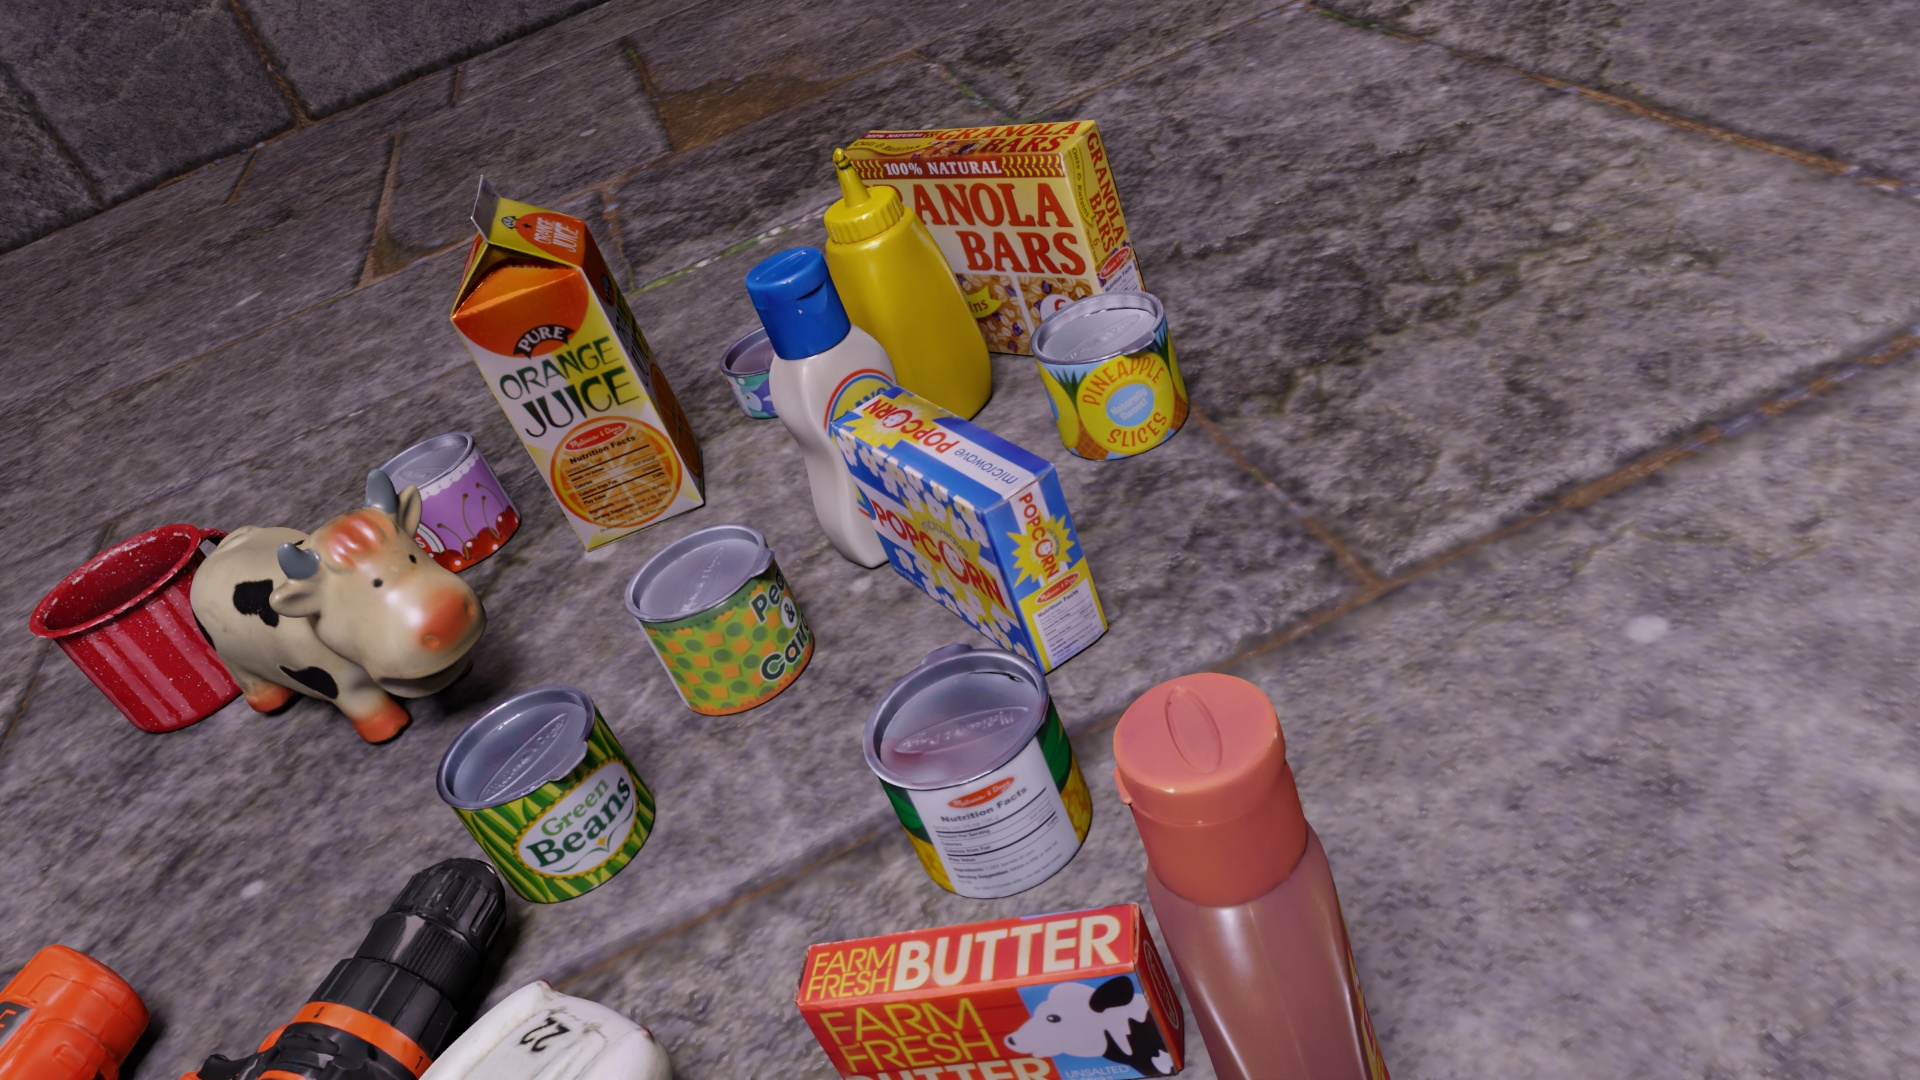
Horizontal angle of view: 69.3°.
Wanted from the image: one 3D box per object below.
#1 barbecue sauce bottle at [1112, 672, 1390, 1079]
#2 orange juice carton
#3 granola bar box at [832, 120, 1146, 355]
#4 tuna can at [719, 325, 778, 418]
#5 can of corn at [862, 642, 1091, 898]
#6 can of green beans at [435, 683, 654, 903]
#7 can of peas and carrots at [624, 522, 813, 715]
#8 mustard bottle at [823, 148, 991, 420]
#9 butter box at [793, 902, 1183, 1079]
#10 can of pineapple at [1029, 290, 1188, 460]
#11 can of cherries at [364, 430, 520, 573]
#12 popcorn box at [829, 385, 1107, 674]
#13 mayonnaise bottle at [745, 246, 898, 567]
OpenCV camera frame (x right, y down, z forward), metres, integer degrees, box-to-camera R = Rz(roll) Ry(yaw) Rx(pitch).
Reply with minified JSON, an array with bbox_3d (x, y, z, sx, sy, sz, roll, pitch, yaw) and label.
[{"bbox_3d":[0.073,0.098,0.338,0.043,0.148,0.065,-20,33,4],"label":"barbecue sauce bottle"},{"bbox_3d":[-0.209,-0.097,0.739,0.073,0.191,0.072,-22,33,1],"label":"orange juice carton"},{"bbox_3d":[0.018,-0.165,0.768,0.165,0.123,0.039,12,46,41],"label":"granola bar box"},{"bbox_3d":[-0.106,-0.105,0.838,0.071,0.032,0.071,-15,34,10],"label":"tuna can"},{"bbox_3d":[0.007,0.079,0.485,0.071,0.058,0.071,-15,33,10],"label":"can of corn"},{"bbox_3d":[-0.164,0.101,0.553,0.071,0.057,0.071,-15,33,10],"label":"can of green beans"},{"bbox_3d":[-0.103,0.034,0.613,0.071,0.058,0.071,-15,33,10],"label":"can of peas and carrots"},{"bbox_3d":[-0.034,-0.130,0.714,0.065,0.159,0.049,-40,37,-26],"label":"mustard bottle"},{"bbox_3d":[0.009,0.137,0.406,0.103,0.053,0.024,-12,34,15],"label":"butter box"},{"bbox_3d":[0.074,-0.079,0.674,0.071,0.057,0.071,-15,33,10],"label":"can of pineapple"},{"bbox_3d":[-0.300,-0.020,0.804,0.071,0.058,0.072,-15,33,10],"label":"can of cherries"},{"bbox_3d":[0.002,-0.007,0.587,0.038,0.085,0.127,-34,35,-18],"label":"popcorn box"},{"bbox_3d":[-0.054,-0.061,0.639,0.065,0.147,0.041,-38,36,-23],"label":"mayonnaise bottle"}]
